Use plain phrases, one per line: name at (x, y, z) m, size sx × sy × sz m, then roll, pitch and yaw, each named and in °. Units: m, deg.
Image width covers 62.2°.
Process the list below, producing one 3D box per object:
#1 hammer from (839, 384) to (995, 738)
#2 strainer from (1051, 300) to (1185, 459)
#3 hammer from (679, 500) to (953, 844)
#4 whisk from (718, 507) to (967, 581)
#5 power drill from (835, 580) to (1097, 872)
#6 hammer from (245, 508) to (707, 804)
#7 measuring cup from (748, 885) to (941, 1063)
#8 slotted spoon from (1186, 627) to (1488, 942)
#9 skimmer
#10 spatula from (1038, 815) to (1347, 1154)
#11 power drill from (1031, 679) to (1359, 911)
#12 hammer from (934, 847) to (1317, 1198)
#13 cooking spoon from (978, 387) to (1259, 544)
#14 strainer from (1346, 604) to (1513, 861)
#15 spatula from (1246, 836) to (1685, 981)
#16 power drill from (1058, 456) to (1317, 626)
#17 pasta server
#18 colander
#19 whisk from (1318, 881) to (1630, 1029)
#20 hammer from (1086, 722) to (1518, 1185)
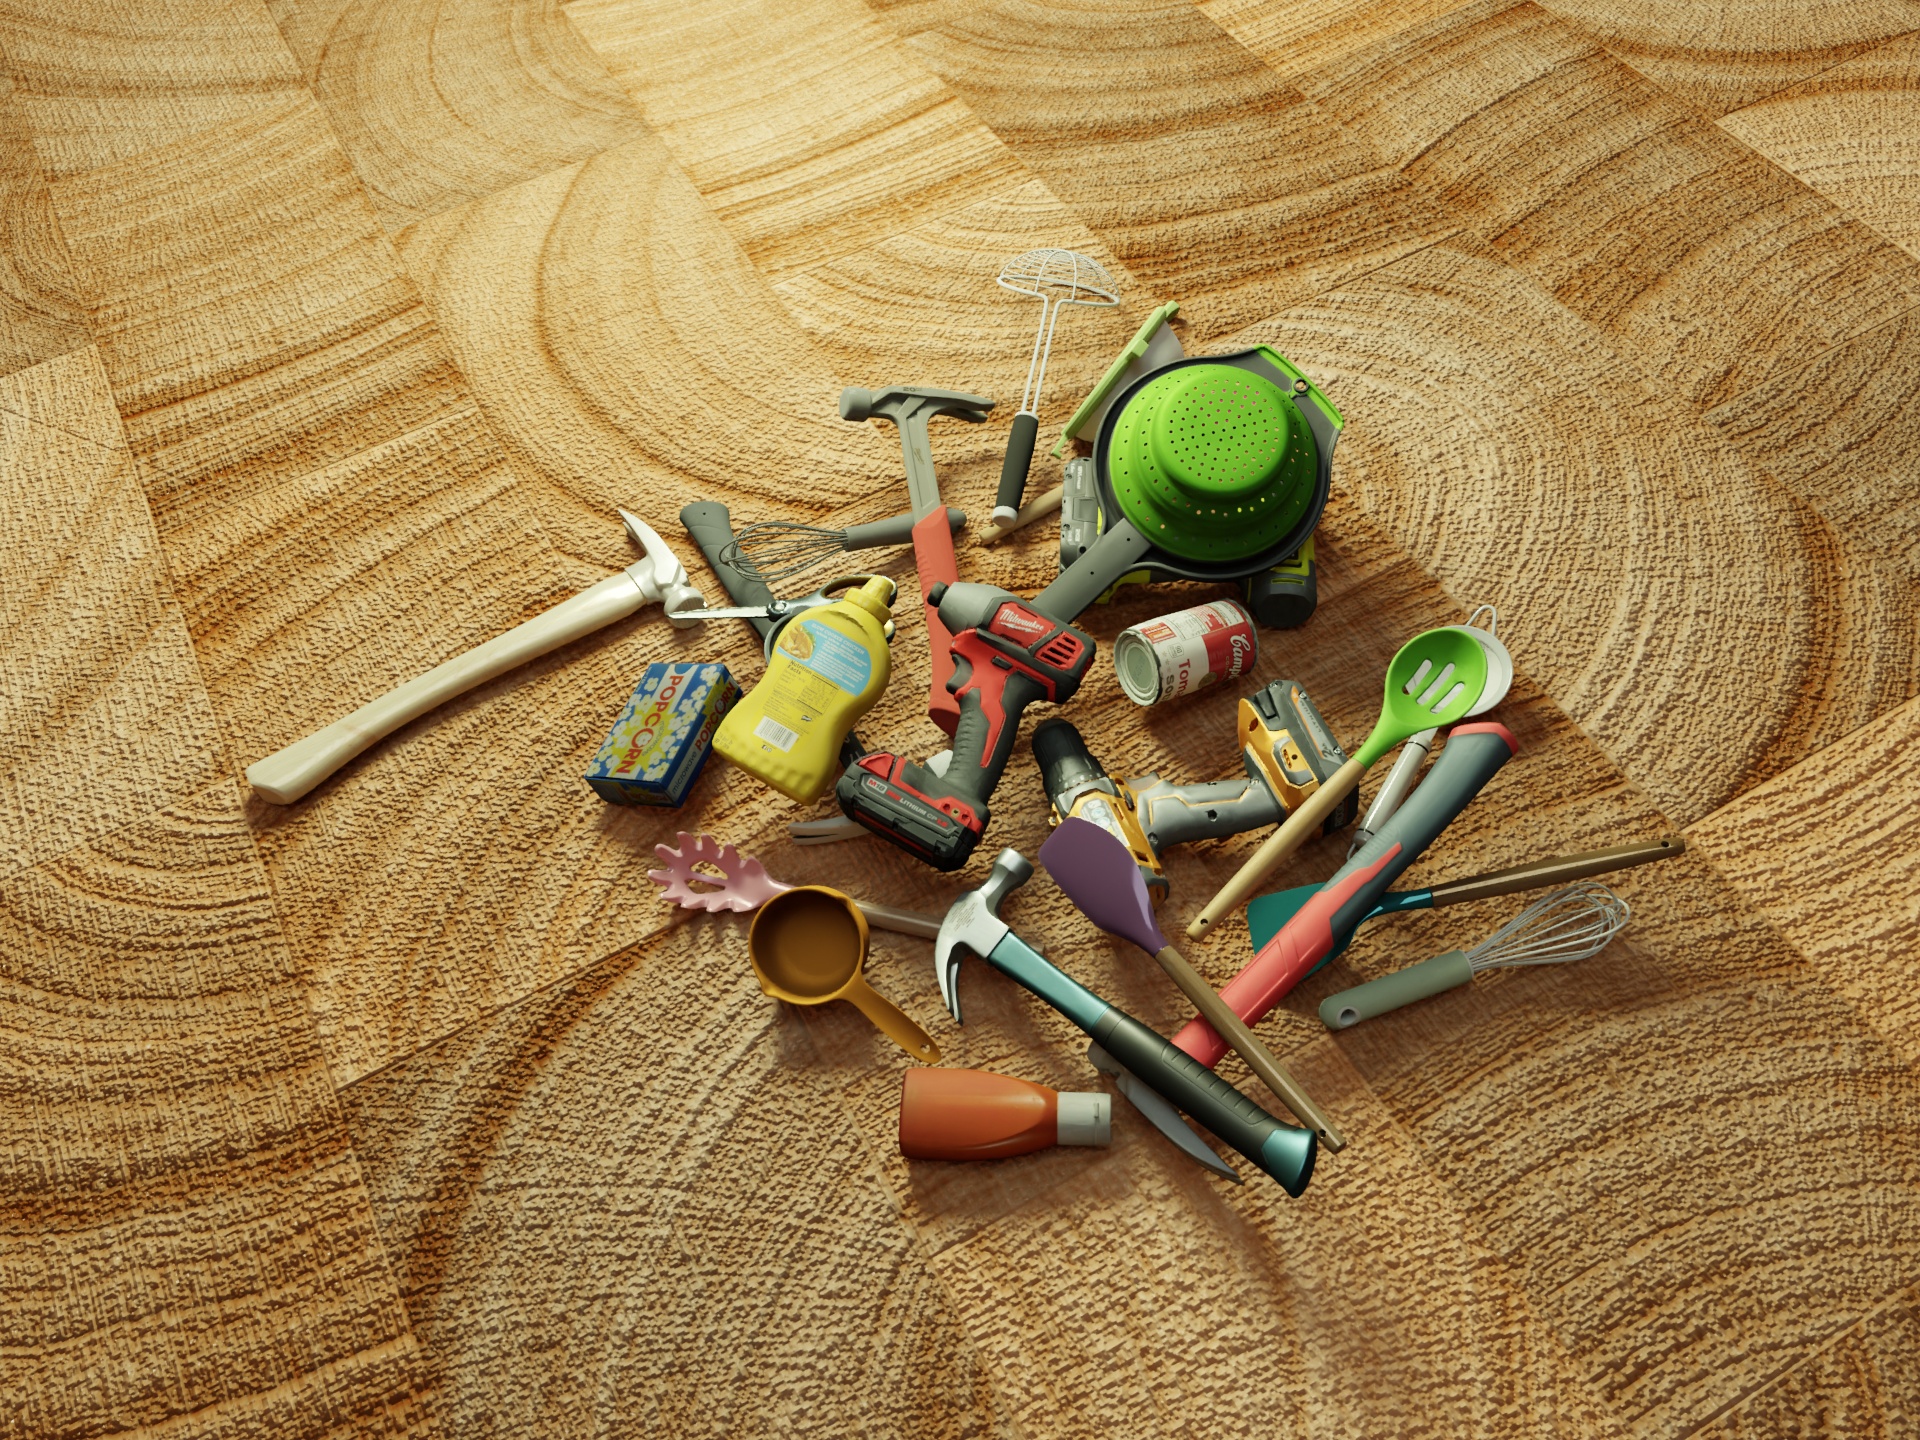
hammer at (-0.014, -0.148, 1.415) m, size 0.149 × 0.036 × 0.359 m, roll 1°, pitch 61°, yaw -21°
strainer at (0.186, -0.337, 1.534) m, size 0.069 × 0.151 × 0.256 m, roll 39°, pitch 42°, yaw -2°
hammer at (-0.155, -0.057, 1.393) m, size 0.149 × 0.036 × 0.409 m, roll -27°, pitch 56°, yaw -12°
whisk at (-0.102, -0.166, 1.436) m, size 0.239 × 0.055 × 0.055 m, roll -13°, pitch 53°, yaw -22°
power drill at (-0.002, -0.004, 1.256) m, size 0.143 × 0.078 × 0.220 m, roll 30°, pitch 76°, yaw 6°
hammer at (-0.437, -0.052, 1.414) m, size 0.410 × 0.038 × 0.146 m, roll -30°, pitch 56°, yaw -15°
measuring cup at (-0.080, 0.195, 1.197) m, size 0.173 × 0.052 × 0.095 m, roll 40°, pitch 92°, yaw 4°
slotted spoon at (0.277, 0.050, 1.183) m, size 0.314 × 0.031 × 0.070 m, roll -44°, pitch 66°, yaw -10°
skimmer at (0.074, -0.325, 1.555) m, size 0.127 × 0.090 × 0.364 m, roll 11°, pitch 63°, yaw 2°
spatula at (0.162, 0.181, 1.129) m, size 0.059 × 0.018 × 0.316 m, roll -50°, pitch 56°, yaw 13°
power drill at (0.177, 0.045, 1.264) m, size 0.226 × 0.084 × 0.186 m, roll -21°, pitch 53°, yaw -4°
hammer at (0.112, 0.219, 1.118) m, size 0.331 × 0.033 × 0.128 m, roll 32°, pitch 75°, yaw 34°
cooking spoon at (0.153, -0.244, 1.506) m, size 0.319 × 0.017 × 0.069 m, roll -30°, pitch 37°, yaw -15°
strainer at (0.374, 0.015, 1.289) m, size 0.087 × 0.050 × 0.258 m, roll 24°, pitch 66°, yaw 27°
spatula at (0.373, 0.129, 1.178) m, size 0.317 × 0.044 × 0.082 m, roll -12°, pitch 52°, yaw 5°
power drill at (0.201, -0.169, 1.417) m, size 0.223 × 0.080 × 0.171 m, roll 3°, pitch 56°, yaw 3°
pasta server at (-0.089, 0.146, 1.239) m, size 0.316 × 0.040 × 0.060 m, roll 11°, pitch 75°, yaw 11°
colander at (0.153, -0.169, 1.311) m, size 0.397 × 0.094 × 0.204 m, roll -43°, pitch 80°, yaw -6°
whisk at (0.379, 0.177, 1.174) m, size 0.246 × 0.057 × 0.059 m, roll -19°, pitch 21°, yaw -5°
hammer at (0.273, 0.152, 1.141) m, size 0.386 × 0.038 × 0.143 m, roll -44°, pitch 56°, yaw -7°
